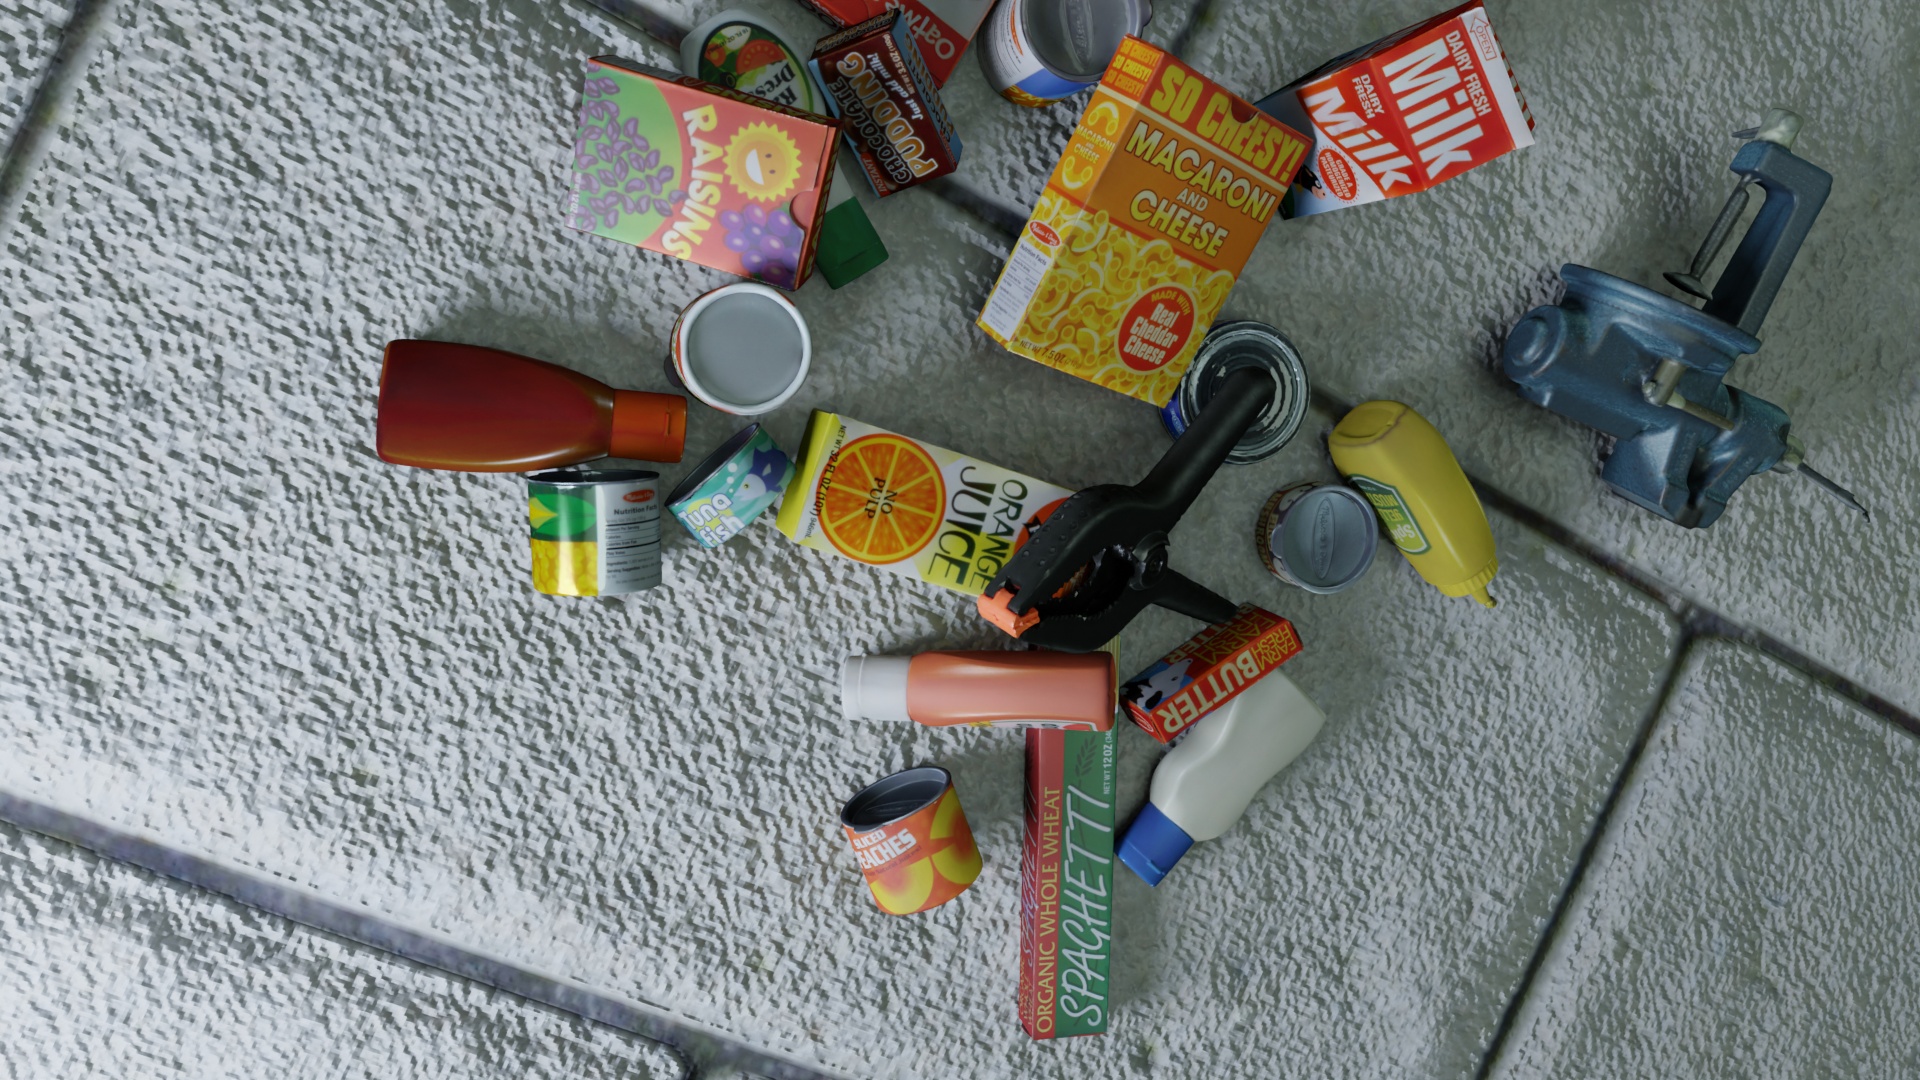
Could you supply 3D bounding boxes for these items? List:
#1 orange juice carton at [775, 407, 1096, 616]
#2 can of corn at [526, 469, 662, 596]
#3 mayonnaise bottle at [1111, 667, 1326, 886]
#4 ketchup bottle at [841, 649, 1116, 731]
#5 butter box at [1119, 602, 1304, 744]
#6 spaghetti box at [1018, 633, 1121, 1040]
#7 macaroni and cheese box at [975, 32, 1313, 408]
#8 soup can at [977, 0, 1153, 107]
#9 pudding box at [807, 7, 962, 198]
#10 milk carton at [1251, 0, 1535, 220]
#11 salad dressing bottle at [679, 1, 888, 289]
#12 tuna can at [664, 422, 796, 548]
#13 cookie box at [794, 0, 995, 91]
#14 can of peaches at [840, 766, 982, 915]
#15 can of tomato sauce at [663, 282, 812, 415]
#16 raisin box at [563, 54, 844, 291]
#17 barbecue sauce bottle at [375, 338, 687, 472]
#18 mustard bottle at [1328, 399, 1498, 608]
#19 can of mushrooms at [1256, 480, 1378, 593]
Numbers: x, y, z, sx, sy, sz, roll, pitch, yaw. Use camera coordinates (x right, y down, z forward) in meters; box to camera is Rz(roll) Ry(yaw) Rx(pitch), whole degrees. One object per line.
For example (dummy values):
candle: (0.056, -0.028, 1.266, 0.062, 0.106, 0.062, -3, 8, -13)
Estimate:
orange juice carton: (0.003, -0.010, 0.763, 0.193, 0.073, 0.071, 17, 92, -17)
can of corn: (-0.190, -0.005, 0.718, 0.071, 0.071, 0.058, -2, 98, -15)
mayonnaise bottle: (0.152, 0.141, 0.839, 0.064, 0.041, 0.148, 44, 86, -19)
ketchup bottle: (0.010, 0.082, 0.767, 0.149, 0.064, 0.043, 0, 85, 9)
butter box: (0.147, 0.077, 0.823, 0.104, 0.053, 0.024, -33, 106, -9)
spaghetti box: (0.064, 0.175, 0.826, 0.050, 0.029, 0.249, -1, 97, -14)
macaroni and cheese box: (0.100, -0.164, 0.742, 0.124, 0.040, 0.166, 14, 112, -39)
soup can: (0.054, -0.270, 0.738, 0.071, 0.084, 0.071, -2, 98, -15)
pudding box: (-0.038, -0.227, 0.724, 0.049, 0.030, 0.083, -13, 129, 21)
milk carton: (0.230, -0.227, 0.735, 0.073, 0.190, 0.072, -31, 104, -9)
salad dressing bottle: (-0.089, -0.204, 0.729, 0.064, 0.044, 0.147, -31, 104, 0)
tuna can: (-0.121, -0.027, 0.729, 0.071, 0.071, 0.033, -43, 106, -6)
cookie box: (-0.021, -0.342, 0.732, 0.123, 0.040, 0.167, 32, 88, -17)
can of peaches: (-0.028, 0.169, 0.779, 0.071, 0.071, 0.058, -23, 103, -11)
can of tomato sauce: (-0.116, -0.098, 0.715, 0.071, 0.083, 0.071, -2, 98, -14)
raisin box: (-0.128, -0.184, 0.695, 0.123, 0.040, 0.085, 16, 112, -1)
barbecue sauce bottle: (-0.217, -0.064, 0.713, 0.149, 0.043, 0.065, 5, 86, -16)
mustard bottle: (0.287, -0.013, 0.845, 0.049, 0.065, 0.160, -43, 109, -10)
can of mushrooms: (0.213, -0.003, 0.841, 0.071, 0.033, 0.071, -2, 98, -15)
